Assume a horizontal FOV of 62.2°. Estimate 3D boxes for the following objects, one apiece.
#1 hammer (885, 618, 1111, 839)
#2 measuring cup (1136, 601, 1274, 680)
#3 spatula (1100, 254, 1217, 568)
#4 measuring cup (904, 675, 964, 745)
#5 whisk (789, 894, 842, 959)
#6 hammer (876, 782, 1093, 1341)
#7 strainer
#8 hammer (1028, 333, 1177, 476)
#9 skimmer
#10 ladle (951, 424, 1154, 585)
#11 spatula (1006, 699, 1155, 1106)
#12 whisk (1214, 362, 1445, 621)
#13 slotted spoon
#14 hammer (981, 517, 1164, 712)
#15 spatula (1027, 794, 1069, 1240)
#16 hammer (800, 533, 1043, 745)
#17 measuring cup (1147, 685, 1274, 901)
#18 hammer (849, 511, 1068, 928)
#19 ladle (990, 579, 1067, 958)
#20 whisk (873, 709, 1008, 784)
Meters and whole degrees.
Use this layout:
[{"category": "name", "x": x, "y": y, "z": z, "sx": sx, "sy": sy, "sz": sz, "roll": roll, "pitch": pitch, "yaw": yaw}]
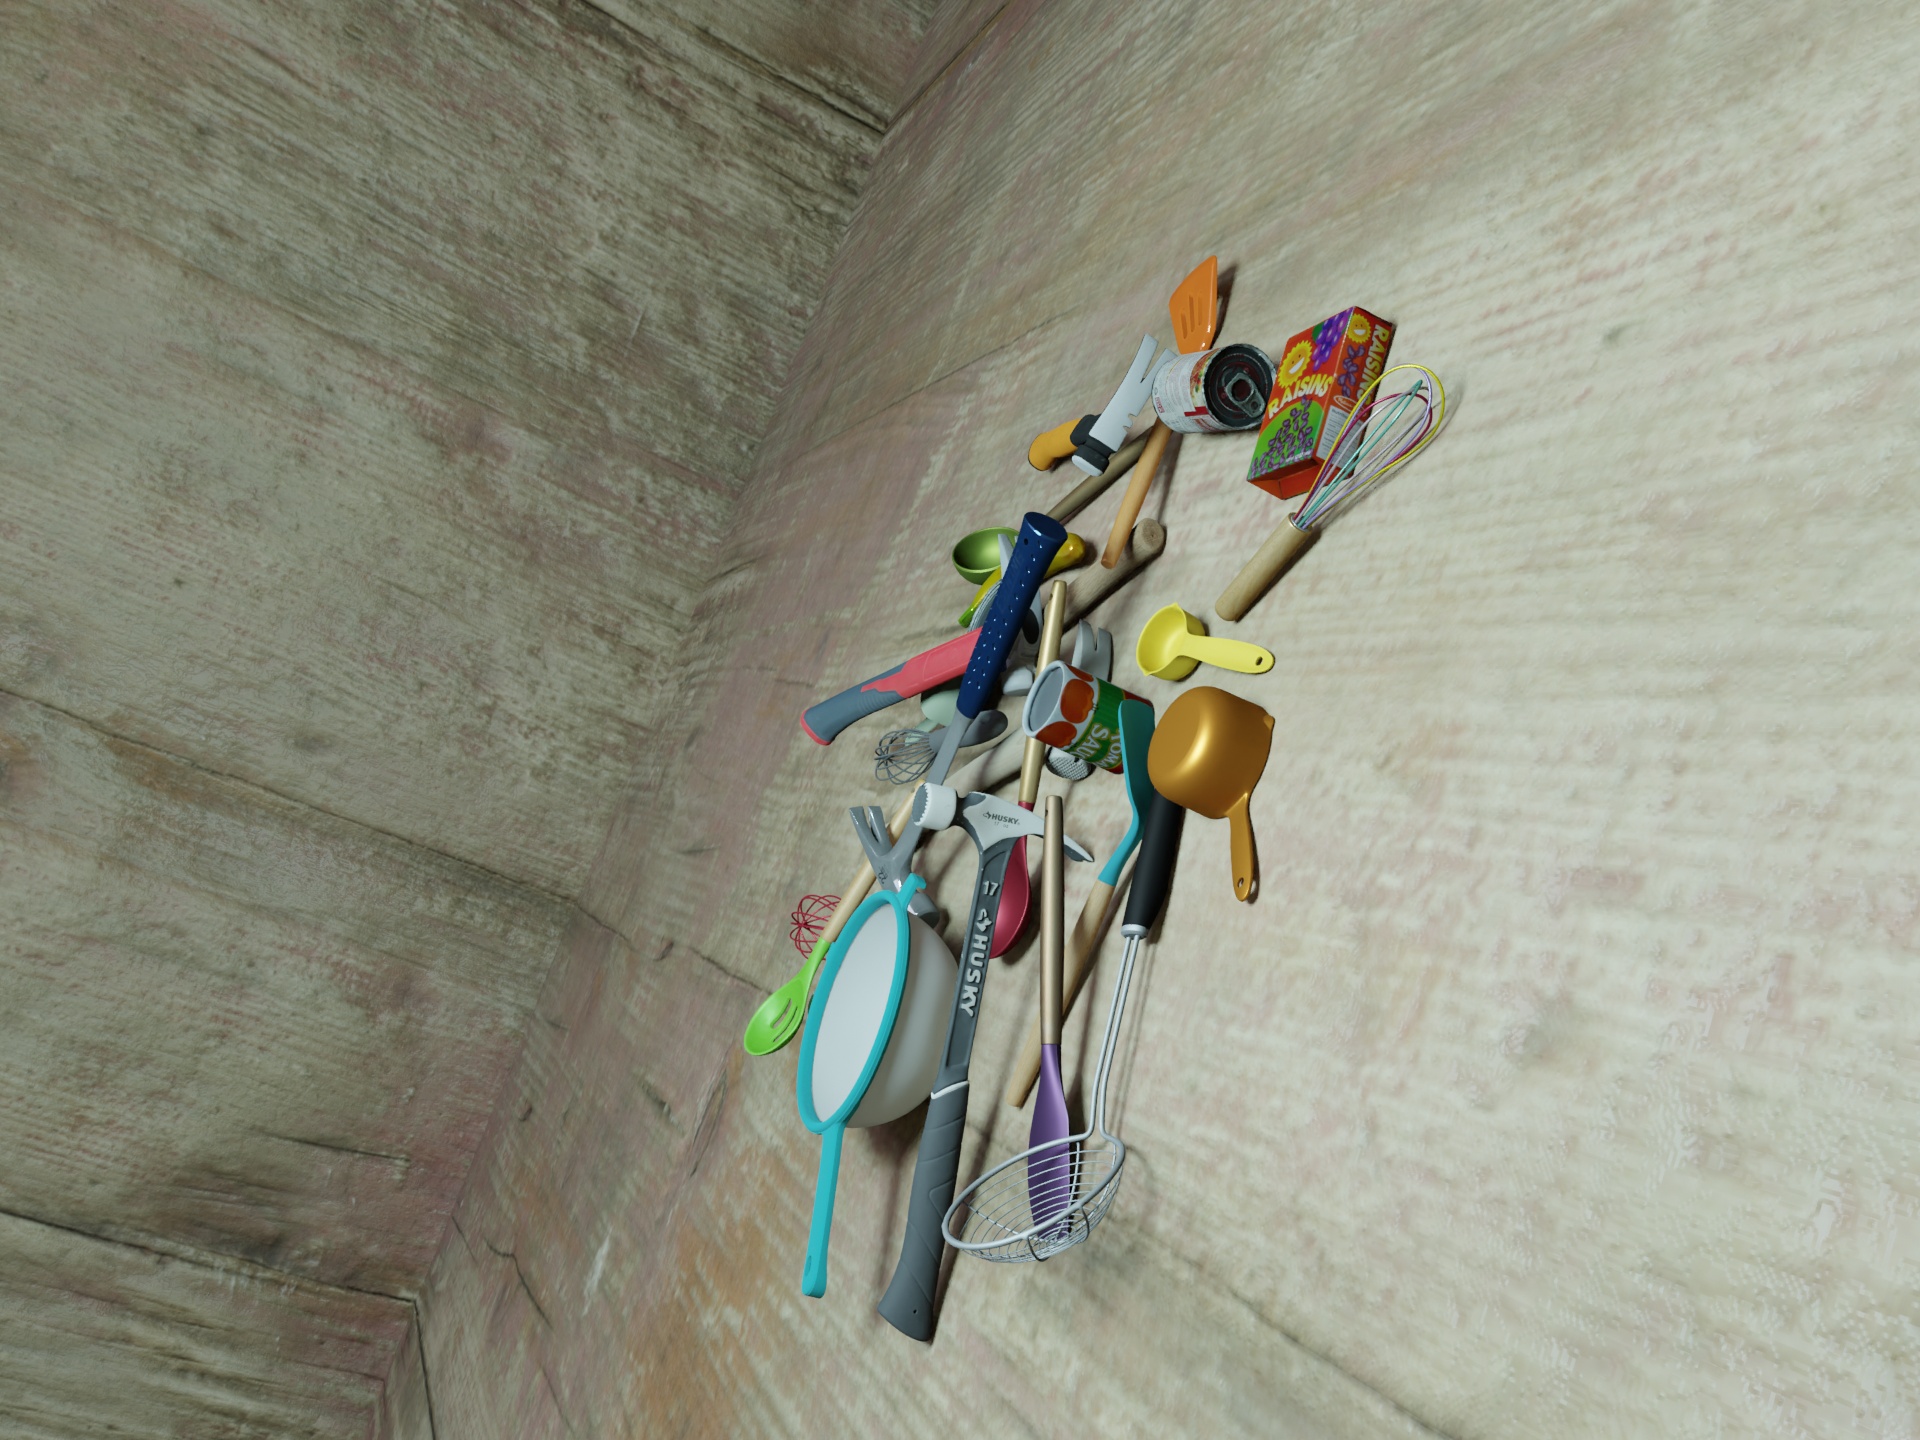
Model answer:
[{"category": "hammer", "x": 0.015, "y": 0.047, "z": 1.497, "sx": 0.410, "sy": 0.038, "sz": 0.146, "roll": -38, "pitch": 33, "yaw": 54}, {"category": "measuring cup", "x": 0.189, "y": -0.050, "z": 1.192, "sx": 0.157, "sy": 0.029, "sz": 0.062, "roll": 20, "pitch": 86, "yaw": 58}, {"category": "spatula", "x": 0.173, "y": -0.269, "z": 1.403, "sx": 0.081, "sy": 0.041, "sz": 0.323, "roll": -34, "pitch": 30, "yaw": 61}, {"category": "measuring cup", "x": -0.032, "y": -0.015, "z": 1.588, "sx": 0.167, "sy": 0.038, "sz": 0.083, "roll": -41, "pitch": 33, "yaw": 53}, {"category": "whisk", "x": -0.096, "y": 0.214, "z": 1.572, "sx": 0.296, "sy": 0.073, "sz": 0.073, "roll": -3, "pitch": 65, "yaw": 61}, {"category": "hammer", "x": 0.000, "y": 0.261, "z": 1.212, "sx": 0.036, "sy": 0.149, "sz": 0.409, "roll": 171, "pitch": 111, "yaw": -67}, {"category": "strainer", "x": -0.064, "y": 0.312, "z": 1.324, "sx": 0.211, "sy": 0.095, "sz": 0.341, "roll": -45, "pitch": 31, "yaw": 51}, {"category": "hammer", "x": 0.118, "y": -0.281, "z": 1.517, "sx": 0.127, "sy": 0.034, "sz": 0.337, "roll": -58, "pitch": 9, "yaw": -1}, {"category": "skimmer", "x": 0.084, "y": 0.188, "z": 1.074, "sx": 0.127, "sy": 0.090, "sz": 0.363, "roll": -19, "pitch": 48, "yaw": 53}, {"category": "ladle", "x": 0.096, "y": -0.218, "z": 1.558, "sx": 0.320, "sy": 0.062, "sz": 0.078, "roll": -35, "pitch": 17, "yaw": 50}, {"category": "spatula", "x": 0.090, "y": 0.140, "z": 1.188, "sx": 0.082, "sy": 0.044, "sz": 0.317, "roll": 10, "pitch": -76, "yaw": -66}, {"category": "whisk", "x": 0.252, "y": -0.150, "z": 1.110, "sx": 0.245, "sy": 0.047, "sz": 0.051, "roll": -54, "pitch": 12, "yaw": 42}, {"category": "slotted spoon", "x": -0.115, "y": 0.192, "z": 1.542, "sx": 0.314, "sy": 0.031, "sz": 0.070, "roll": -58, "pitch": 33, "yaw": 2}, {"category": "hammer", "x": 0.083, "y": -0.091, "z": 1.481, "sx": 0.331, "sy": 0.031, "sz": 0.130, "roll": -39, "pitch": 33, "yaw": 51}, {"category": "spatula", "x": 0.064, "y": 0.207, "z": 1.139, "sx": 0.060, "sy": 0.018, "sz": 0.316, "roll": -31, "pitch": 53, "yaw": 59}, {"category": "hammer", "x": -0.048, "y": -0.056, "z": 1.525, "sx": 0.386, "sy": 0.038, "sz": 0.143, "roll": -21, "pitch": 70, "yaw": 53}, {"category": "measuring cup", "x": 0.168, "y": 0.048, "z": 1.080, "sx": 0.095, "sy": 0.052, "sz": 0.174, "roll": -51, "pitch": 23, "yaw": 37}, {"category": "hammer", "x": -0.002, "y": -0.004, "z": 1.387, "sx": 0.144, "sy": 0.035, "sz": 0.405, "roll": 54, "pitch": 133, "yaw": 39}, {"category": "ladle", "x": 0.057, "y": 0.041, "z": 1.304, "sx": 0.069, "sy": 0.031, "sz": 0.315, "roll": 10, "pitch": 91, "yaw": 62}, {"category": "whisk", "x": -0.021, "y": 0.022, "z": 1.503, "sx": 0.239, "sy": 0.055, "sz": 0.055, "roll": -21, "pitch": 49, "yaw": 59}]
